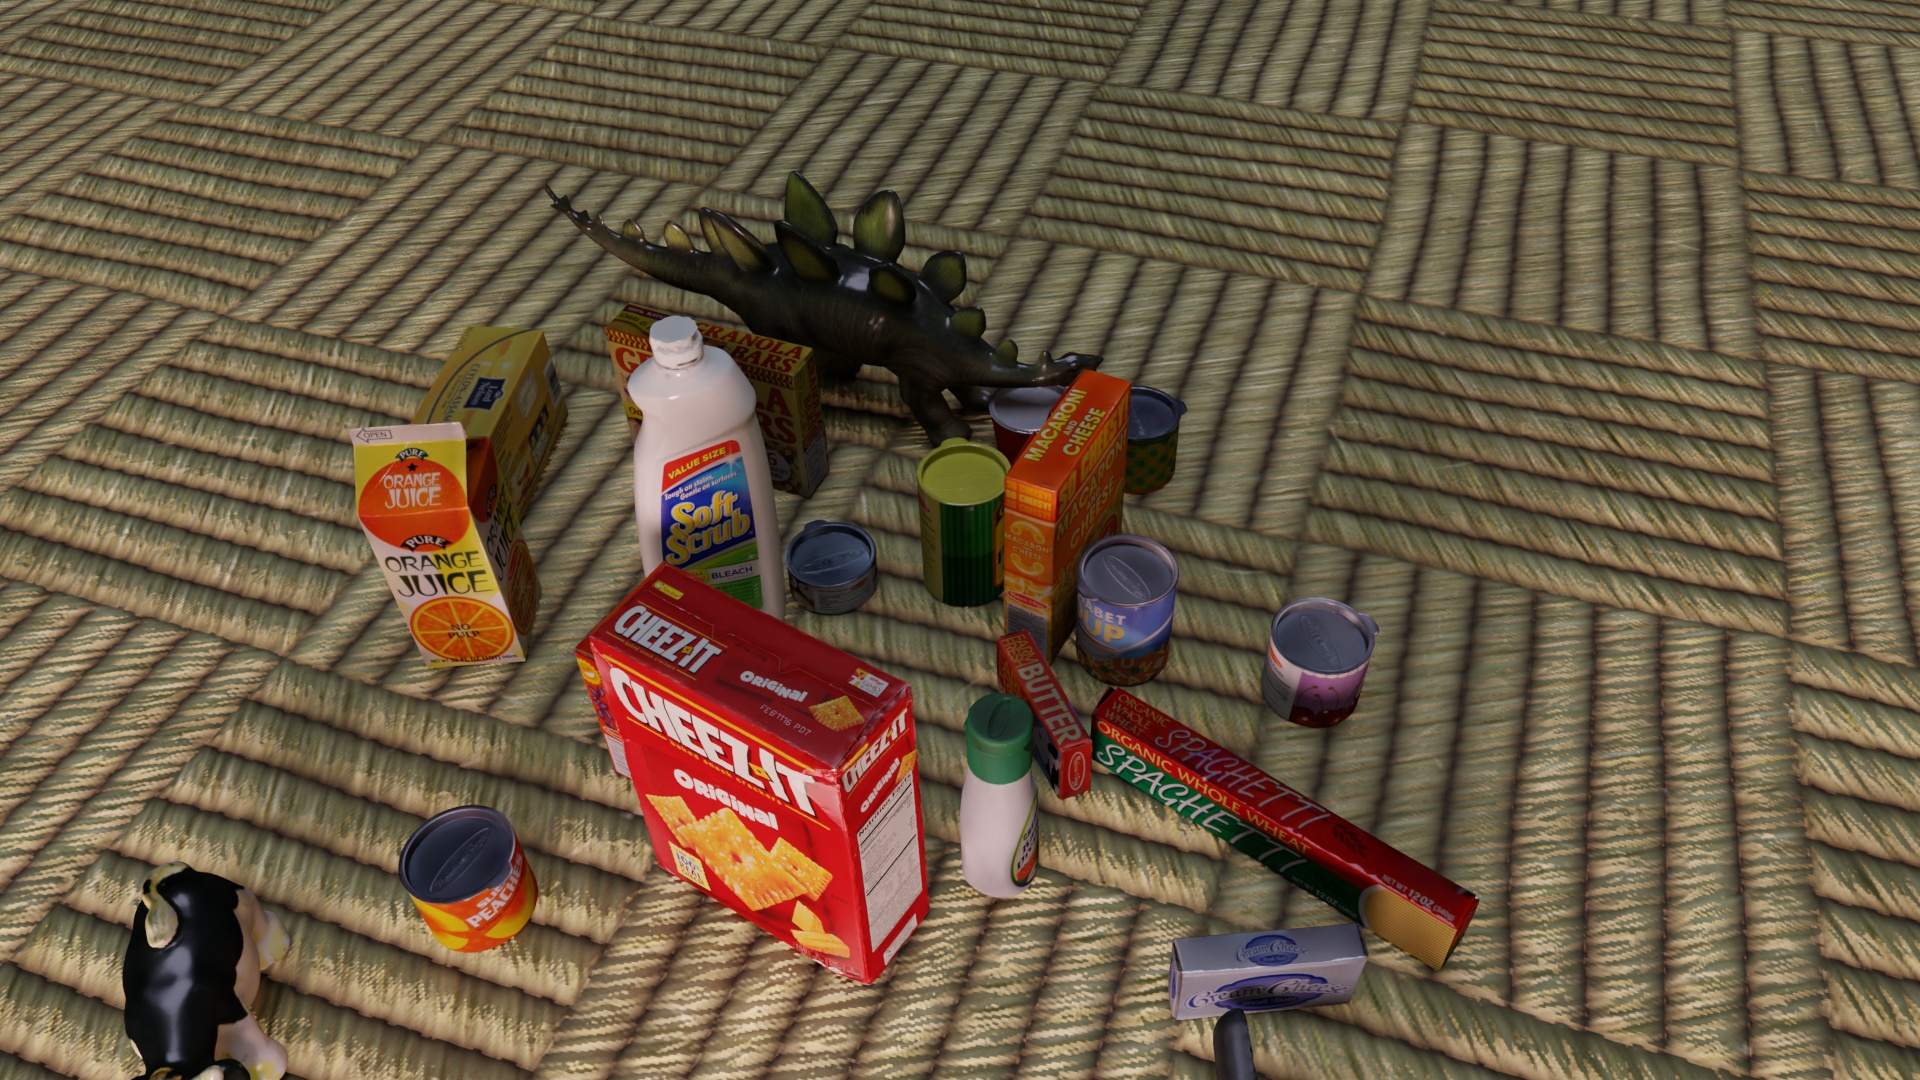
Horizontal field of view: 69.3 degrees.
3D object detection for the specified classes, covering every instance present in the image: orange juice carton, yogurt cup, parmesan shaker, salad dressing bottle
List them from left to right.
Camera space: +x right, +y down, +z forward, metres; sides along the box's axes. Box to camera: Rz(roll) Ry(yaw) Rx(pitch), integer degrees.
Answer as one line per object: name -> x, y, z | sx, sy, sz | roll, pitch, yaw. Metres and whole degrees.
orange juice carton -> -0.345, -0.004, 0.935 | 0.072, 0.191, 0.073 | -4, 44, -1
parmesan shaker -> 0.004, -0.012, 0.993 | 0.071, 0.102, 0.072 | -1, 44, 1
salad dressing bottle -> 0.023, 0.147, 0.797 | 0.044, 0.146, 0.064 | 13, 46, 15
yogurt cup -> 0.057, -0.089, 1.104 | 0.072, 0.053, 0.073 | -1, 44, 1

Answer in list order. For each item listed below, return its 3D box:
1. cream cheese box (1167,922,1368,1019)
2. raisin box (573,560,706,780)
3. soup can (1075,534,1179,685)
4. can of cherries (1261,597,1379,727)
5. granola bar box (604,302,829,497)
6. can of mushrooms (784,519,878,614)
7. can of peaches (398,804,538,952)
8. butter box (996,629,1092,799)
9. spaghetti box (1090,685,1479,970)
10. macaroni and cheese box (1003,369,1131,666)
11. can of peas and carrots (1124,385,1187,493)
cream cheese box -> 0.168, 0.238, 0.766 | 0.104, 0.053, 0.024 | -4, 44, -2
raisin box -> -0.192, 0.087, 0.884 | 0.040, 0.122, 0.086 | 22, 49, 23
soup can -> 0.109, 0.049, 0.940 | 0.071, 0.083, 0.072 | -1, 44, 1
can of cherries -> 0.238, 0.081, 0.920 | 0.071, 0.058, 0.072 | -1, 44, 1
granola bar box -> -0.187, -0.110, 1.085 | 0.166, 0.123, 0.039 | 16, 47, 18
can of mushrooms -> -0.094, 0.019, 1.014 | 0.071, 0.033, 0.071 | -1, 44, 1
can of peaches -> -0.287, 0.201, 0.819 | 0.071, 0.057, 0.071 | -1, 44, 1
butter box -> 0.053, 0.111, 0.900 | 0.024, 0.052, 0.104 | -17, 46, -14
spaghetti box -> 0.185, 0.169, 0.838 | 0.250, 0.049, 0.029 | 29, 52, 28
macaroni and cheese box -> 0.071, -0.015, 0.947 | 0.040, 0.165, 0.124 | 19, 48, 20
can of peas and carrots -> 0.140, -0.079, 1.087 | 0.071, 0.058, 0.071 | -1, 44, 1
